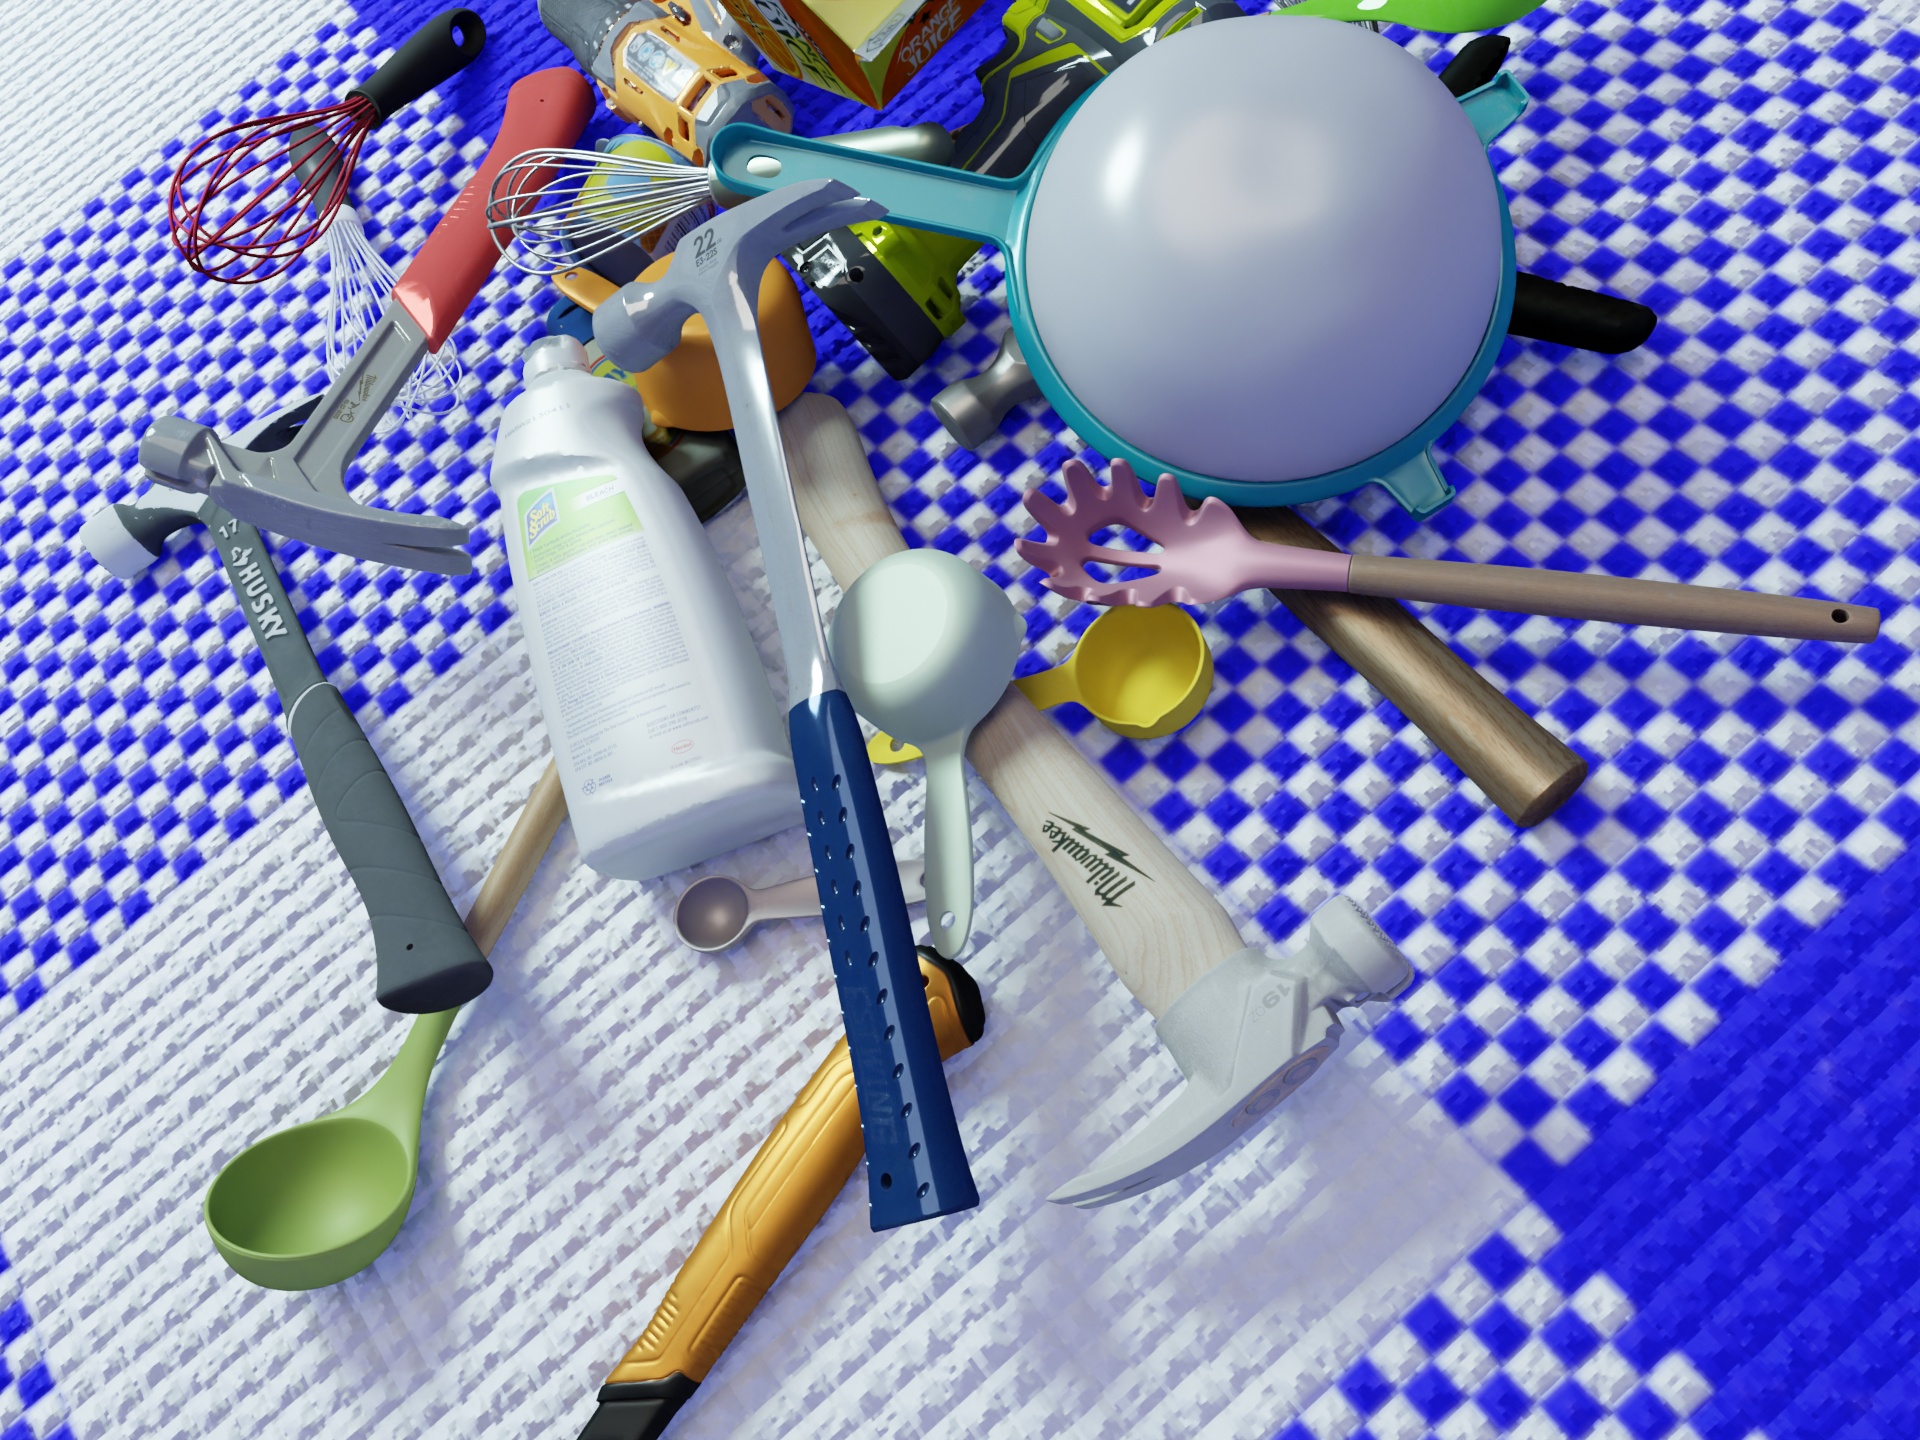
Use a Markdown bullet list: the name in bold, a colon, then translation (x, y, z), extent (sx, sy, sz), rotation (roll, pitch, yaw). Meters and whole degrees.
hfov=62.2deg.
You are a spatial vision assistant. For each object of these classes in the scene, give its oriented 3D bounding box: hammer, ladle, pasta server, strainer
- **hammer**: translation (-0.107, 0.223, 0.594), extent (0.127, 0.034, 0.337), rotation (31, 76, 26)
- **hammer**: translation (0.131, -0.080, 0.676), extent (0.130, 0.031, 0.332), rotation (-39, 61, -4)
- **ladle**: translation (-0.211, 0.086, 0.681), extent (0.078, 0.062, 0.320), rotation (15, 67, 21)
- **pasta server**: translation (0.177, -0.056, 0.611), extent (0.316, 0.040, 0.060), rotation (8, 79, 18)
- **hammer**: translation (-0.253, -0.222, 0.807), extent (0.149, 0.036, 0.359), rotation (16, 52, -1)
- **strainer**: translation (0.060, -0.211, 0.629), extent (0.340, 0.095, 0.211), rotation (12, 83, 4)
- **hammer**: translation (-0.303, -0.018, 0.745), extent (0.149, 0.036, 0.409), rotation (-37, 53, -6)
- **hammer**: translation (-0.053, -0.019, 0.603), extent (0.144, 0.035, 0.406), rotation (-25, 69, 32)
- **hammer**: translation (-0.001, -0.002, 0.654), extent (0.146, 0.038, 0.411), rotation (-42, 54, 8)

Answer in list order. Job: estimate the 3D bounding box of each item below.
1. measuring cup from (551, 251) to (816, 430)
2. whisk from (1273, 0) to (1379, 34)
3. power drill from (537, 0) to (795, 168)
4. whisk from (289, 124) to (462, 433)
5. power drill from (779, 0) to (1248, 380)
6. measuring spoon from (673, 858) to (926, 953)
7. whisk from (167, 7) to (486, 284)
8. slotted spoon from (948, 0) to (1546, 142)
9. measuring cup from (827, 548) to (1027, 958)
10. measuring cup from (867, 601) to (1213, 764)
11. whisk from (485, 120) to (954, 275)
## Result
- **measuring cup**: translation (-0.147, -0.204, 0.765), extent (0.174, 0.052, 0.095), rotation (33, 63, 27)
- **whisk**: translation (0.194, -0.316, 0.767), extent (0.055, 0.055, 0.239), rotation (-19, 65, 7)
- **power drill**: translation (-0.121, -0.423, 0.867), extent (0.185, 0.084, 0.226), rotation (42, 99, 24)
- **whisk**: translation (-0.342, -0.259, 0.892), extent (0.070, 0.070, 0.285), rotation (-31, 56, 0)
- **power drill**: translation (0.005, -0.295, 0.767), extent (0.228, 0.080, 0.191), rotation (-42, 58, 7)
- **measuring spoon**: translation (-0.058, 0.076, 0.666), extent (0.124, 0.018, 0.034), rotation (-9, 60, 4)
- **whisk**: translation (-0.344, -0.331, 0.887), extent (0.073, 0.073, 0.296), rotation (5, 45, 19)
- **slotted spoon**: translation (0.126, -0.323, 0.766), extent (0.314, 0.031, 0.070), rotation (-10, 70, 27)
- **measuring cup**: translation (-0.015, 0.008, 0.611), extent (0.083, 0.038, 0.168), rotation (-18, 59, 25)
- **measuring cup**: translation (0.033, -0.005, 0.676), extent (0.156, 0.029, 0.062), rotation (-19, 60, 20)
- **whisk**: translation (-0.118, -0.248, 0.739), extent (0.246, 0.058, 0.059), rotation (-1, 103, 22)
